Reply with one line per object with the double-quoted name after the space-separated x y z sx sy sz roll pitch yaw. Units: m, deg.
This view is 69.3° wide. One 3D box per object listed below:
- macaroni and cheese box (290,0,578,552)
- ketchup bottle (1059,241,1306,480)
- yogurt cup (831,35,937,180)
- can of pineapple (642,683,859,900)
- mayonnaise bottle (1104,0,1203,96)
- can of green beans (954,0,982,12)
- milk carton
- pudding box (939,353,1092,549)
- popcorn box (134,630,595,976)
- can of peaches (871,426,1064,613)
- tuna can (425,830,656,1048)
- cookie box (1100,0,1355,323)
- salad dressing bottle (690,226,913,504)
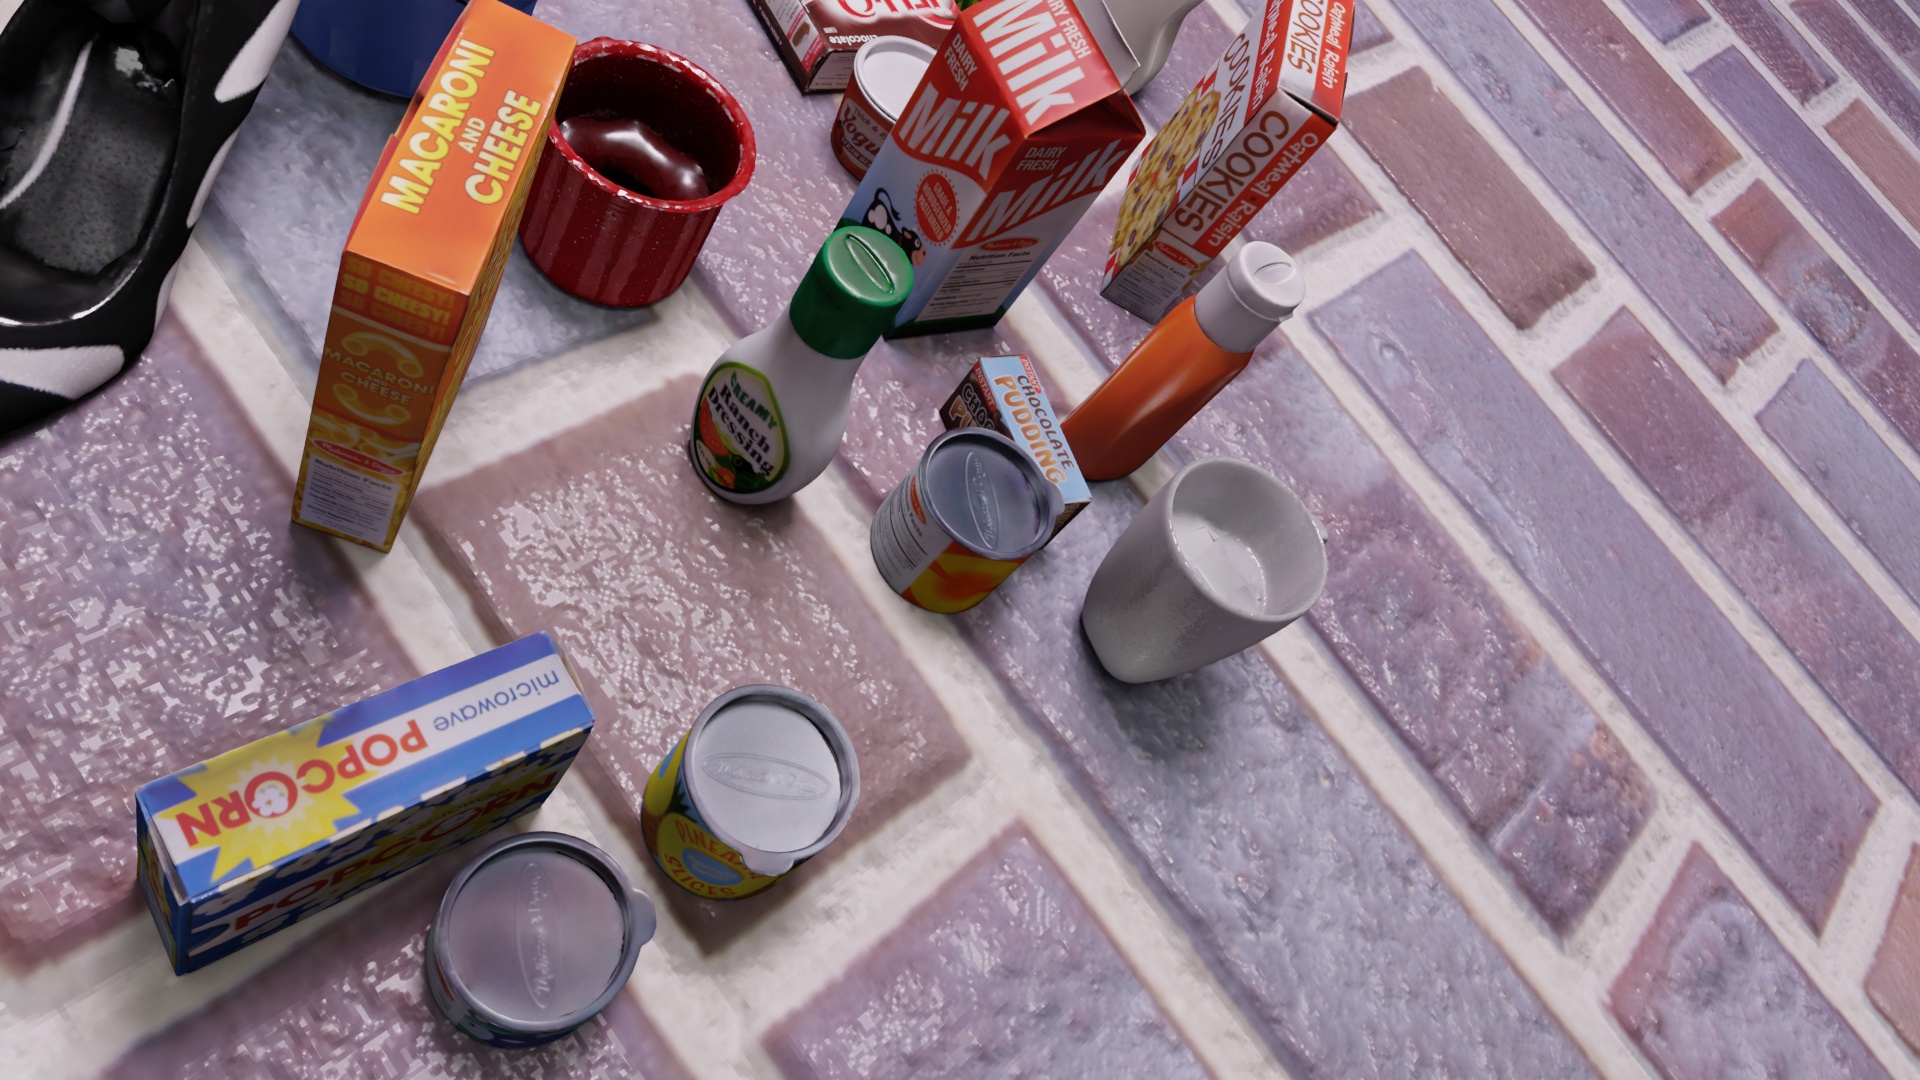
-0.189 -0.088 0.491 0.040 0.165 0.124 21 54 -18 "macaroni and cheese box"
0.107 -0.084 0.671 0.065 0.148 0.043 -25 77 -38 "ketchup bottle"
-0.034 -0.224 0.736 0.072 0.053 0.073 14 56 -22 "yogurt cup"
-0.079 0.095 0.513 0.071 0.057 0.071 14 56 -22 "can of pineapple"
0.123 -0.339 0.836 0.065 0.147 0.041 46 50 1 "mayonnaise bottle"
0.019 -0.339 0.835 0.071 0.057 0.071 14 56 -22 "can of green beans"
0.018 -0.180 0.651 0.074 0.189 0.072 -13 69 -35 "milk carton"
0.026 -0.042 0.663 0.030 0.049 0.084 -9 67 -34 "pudding box"
-0.187 0.082 0.441 0.127 0.084 0.038 -23 76 -38 "popcorn box"
0.002 -0.008 0.623 0.071 0.057 0.071 14 56 -22 "can of peaches"
-0.142 0.135 0.469 0.071 0.032 0.071 14 56 -22 "tuna can"
0.146 -0.216 0.762 0.040 0.166 0.123 27 52 -14 "cookie box"
-0.066 -0.068 0.562 0.044 0.147 0.064 -30 80 -39 "salad dressing bottle"
